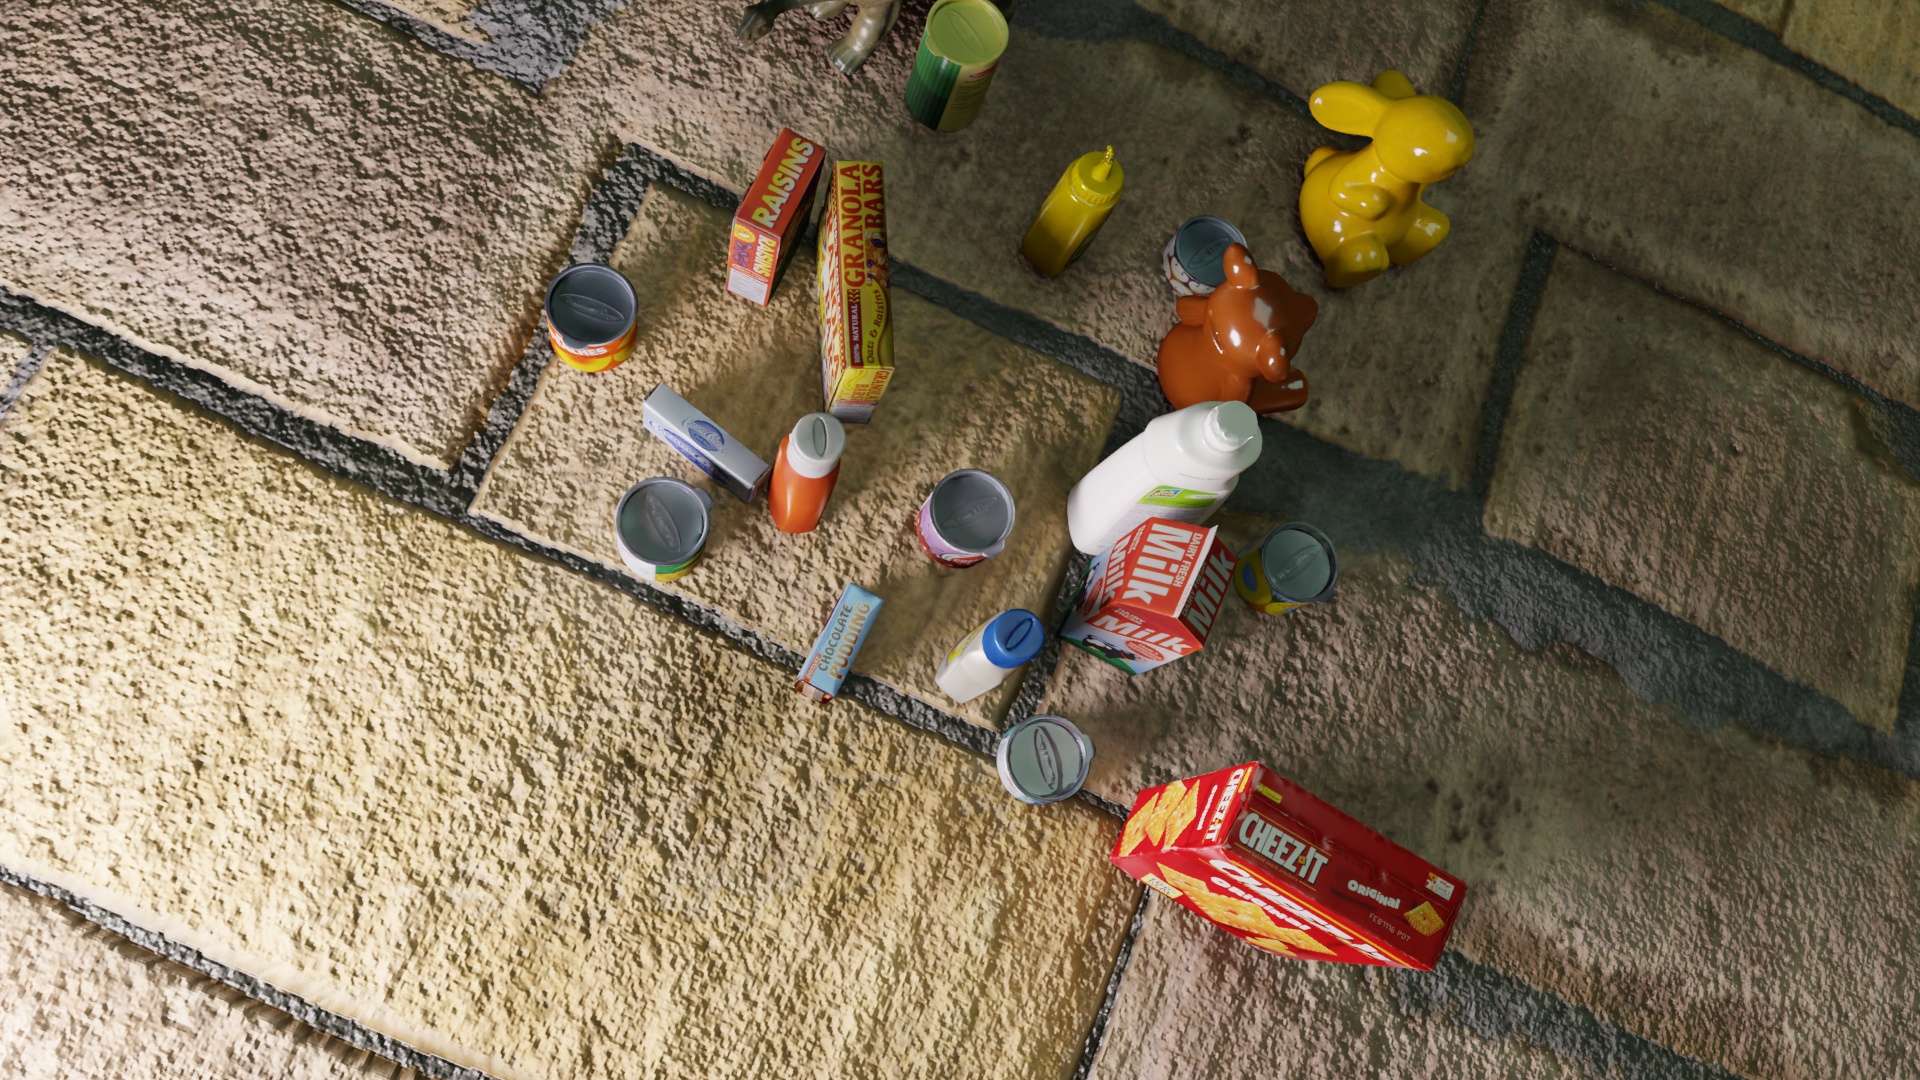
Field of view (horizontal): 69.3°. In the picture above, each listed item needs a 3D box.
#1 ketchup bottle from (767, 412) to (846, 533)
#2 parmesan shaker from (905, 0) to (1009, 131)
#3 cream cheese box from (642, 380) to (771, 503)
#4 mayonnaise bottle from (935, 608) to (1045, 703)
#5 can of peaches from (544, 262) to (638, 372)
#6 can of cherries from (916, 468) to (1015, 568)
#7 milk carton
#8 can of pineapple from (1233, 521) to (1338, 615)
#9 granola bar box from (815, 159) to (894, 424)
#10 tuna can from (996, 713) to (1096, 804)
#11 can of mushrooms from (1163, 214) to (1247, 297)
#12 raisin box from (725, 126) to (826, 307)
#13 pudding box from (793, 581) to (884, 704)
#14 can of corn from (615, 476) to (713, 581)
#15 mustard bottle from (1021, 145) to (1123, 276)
[{"bbox_3d":[-0.111,-0.052,1.002,0.043,0.148,0.065,-1,76,-14],"label":"ketchup bottle"},{"bbox_3d":[-0.007,-0.389,1.140,0.071,0.102,0.071,3,75,-12],"label":"parmesan shaker"},{"bbox_3d":[-0.191,-0.072,1.039,0.104,0.053,0.024,38,71,-1],"label":"cream cheese box"},{"bbox_3d":[0.024,0.079,0.999,0.041,0.147,0.065,42,71,0],"label":"mayonnaise bottle"},{"bbox_3d":[-0.277,-0.164,1.040,0.071,0.058,0.071,3,75,-12],"label":"can of peaches"},{"bbox_3d":[0.004,-0.013,1.066,0.071,0.058,0.071,3,75,-12],"label":"can of cherries"},{"bbox_3d":[0.139,0.041,1.014,0.073,0.190,0.072,27,72,-5],"label":"milk carton"},{"bbox_3d":[0.261,0.025,1.117,0.071,0.057,0.071,3,75,-12],"label":"can of pineapple"},{"bbox_3d":[-0.083,-0.186,1.057,0.039,0.124,0.166,-1,76,-13],"label":"granola bar box"},{"bbox_3d":[0.064,0.165,1.047,0.071,0.032,0.071,3,75,-12],"label":"tuna can"},{"bbox_3d":[0.211,-0.240,1.188,0.071,0.033,0.071,3,75,-12],"label":"can of mushrooms"},{"bbox_3d":[-0.142,-0.244,1.059,0.040,0.123,0.086,26,72,-6],"label":"raisin box"},{"bbox_3d":[-0.090,0.076,1.025,0.030,0.049,0.084,28,71,-5],"label":"pudding box"},{"bbox_3d":[-0.215,-0.008,1.014,0.071,0.058,0.071,3,75,-12],"label":"can of corn"},{"bbox_3d":[0.095,-0.266,1.101,0.049,0.159,0.065,41,71,-1],"label":"mustard bottle"}]
